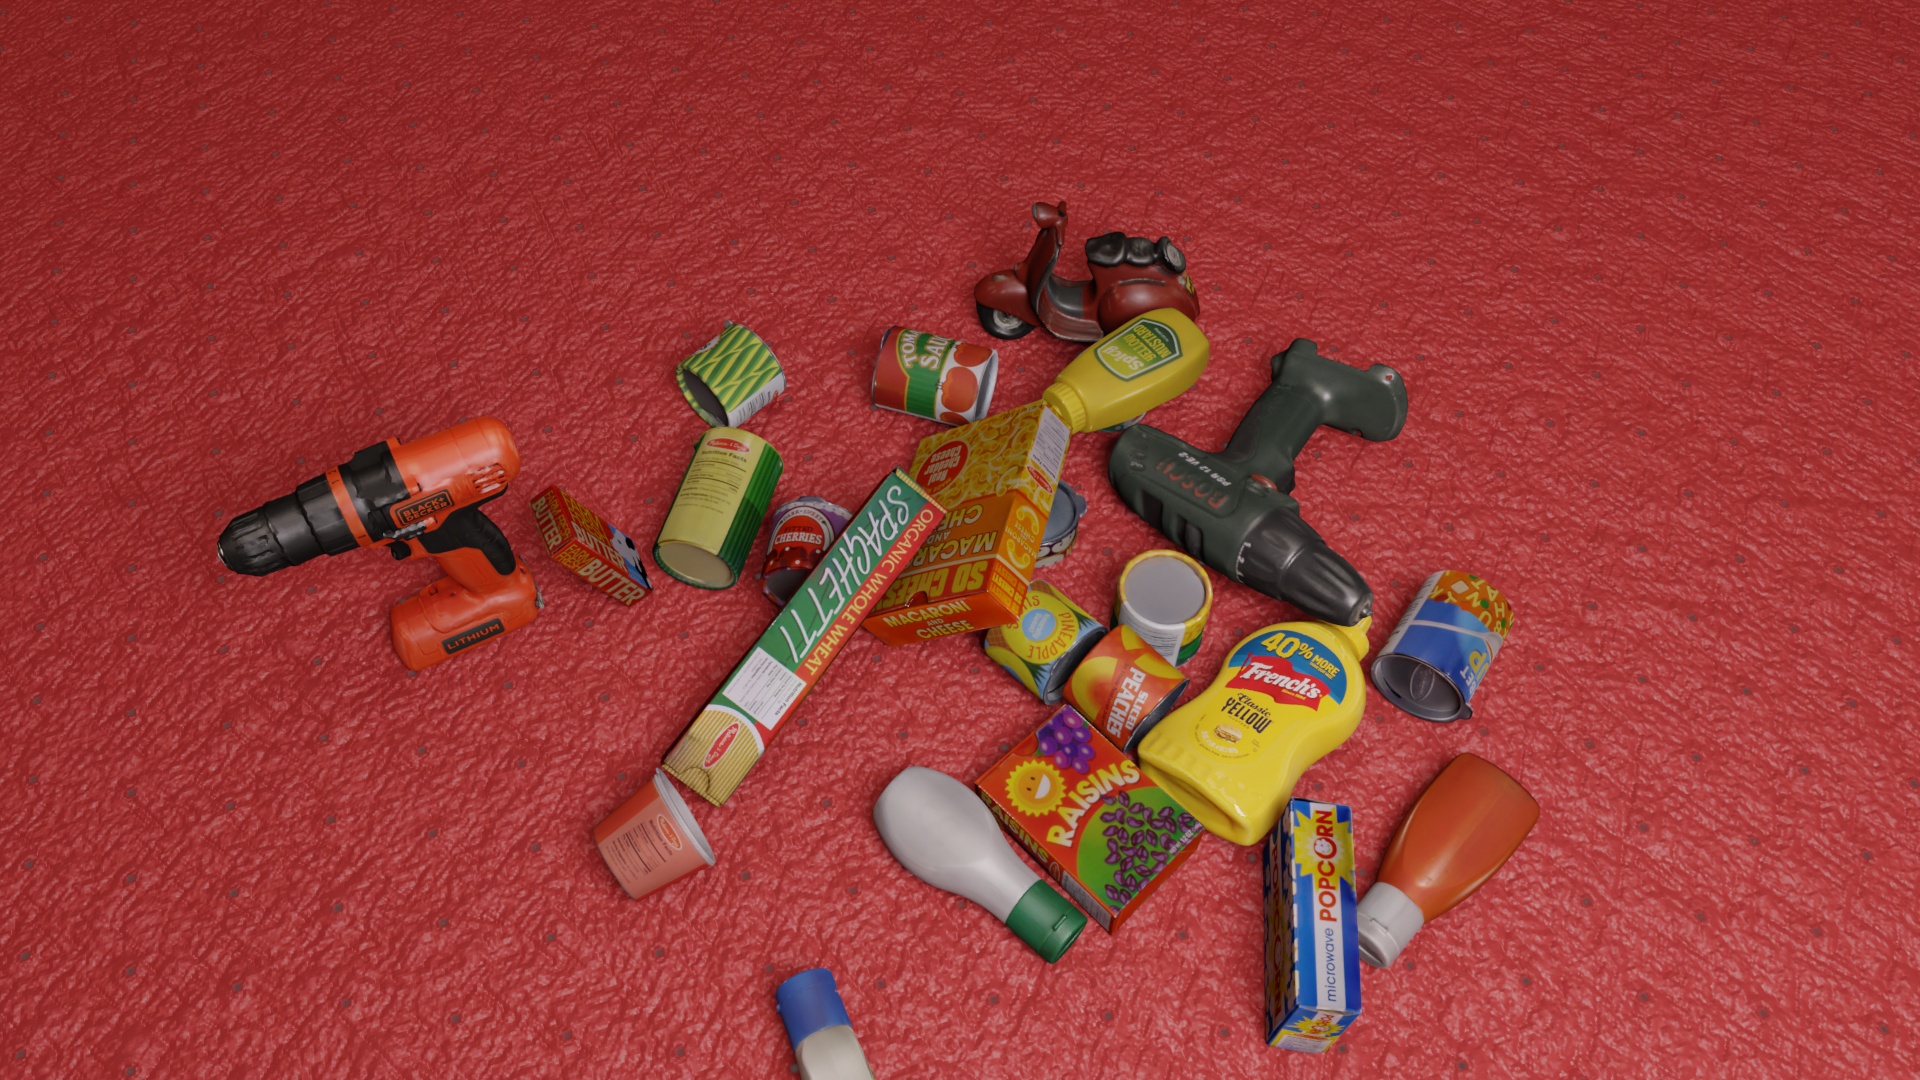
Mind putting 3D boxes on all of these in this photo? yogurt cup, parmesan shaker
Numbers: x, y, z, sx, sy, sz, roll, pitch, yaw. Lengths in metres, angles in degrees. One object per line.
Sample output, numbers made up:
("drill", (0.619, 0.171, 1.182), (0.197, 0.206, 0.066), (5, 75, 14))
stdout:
("yogurt cup", (-0.194, 0.189, 0.873), (0.054, 0.072, 0.072), (-33, 61, -10))
("parmesan shaker", (-0.179, -0.023, 1.014), (0.071, 0.071, 0.103), (12, 58, 8))

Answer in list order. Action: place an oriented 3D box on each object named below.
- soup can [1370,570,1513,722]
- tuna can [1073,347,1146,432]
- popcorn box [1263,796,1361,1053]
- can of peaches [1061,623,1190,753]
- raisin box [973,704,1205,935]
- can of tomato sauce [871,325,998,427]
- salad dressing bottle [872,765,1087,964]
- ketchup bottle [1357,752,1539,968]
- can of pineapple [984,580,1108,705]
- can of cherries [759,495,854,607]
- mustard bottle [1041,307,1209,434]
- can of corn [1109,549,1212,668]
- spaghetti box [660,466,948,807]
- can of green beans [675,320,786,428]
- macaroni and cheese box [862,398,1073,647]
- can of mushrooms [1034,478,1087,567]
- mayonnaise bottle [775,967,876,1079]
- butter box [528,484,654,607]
("soup can", (0.331, 0.073, 0.944), (0.071, 0.071, 0.084), (31, 61, 20))
("tuna can", (0.115, -0.122, 1.098), (0.071, 0.032, 0.071), (0, 56, 0))
("popcorn box", (0.207, 0.229, 0.828), (0.038, 0.084, 0.127), (6, 56, 3))
("can of peaches", (0.109, 0.098, 0.923), (0.058, 0.071, 0.071), (42, 66, 17))
("raisin box", (0.081, 0.177, 0.892), (0.086, 0.040, 0.123), (-38, 63, -21))
("can of tomato sauce", (-0.019, -0.128, 1.081), (0.083, 0.070, 0.071), (15, 57, 10))
("salad dressing bottle", (0.012, 0.204, 0.873), (0.148, 0.043, 0.064), (37, 64, 21))
("ketchup bottle", (0.296, 0.202, 0.871), (0.149, 0.043, 0.065), (-40, 63, -23))
("can of pineapple", (0.058, 0.068, 0.948), (0.058, 0.070, 0.071), (38, 64, 24))
("can of cherries", (-0.107, 0.011, 0.987), (0.071, 0.071, 0.059), (5, 57, 4))
("mustard bottle", (0.112, -0.118, 1.045), (0.161, 0.048, 0.065), (-31, 60, -20))
("can of corn", (0.140, 0.046, 0.969), (0.071, 0.058, 0.071), (0, 56, 0))
("spaghetti box", (-0.102, 0.062, 0.928), (0.050, 0.028, 0.250), (39, 78, -10))
("can of green beans", (-0.180, -0.126, 1.084), (0.071, 0.071, 0.058), (38, 65, 23))
("macaroni and cheese box", (0.004, -0.012, 0.981), (0.123, 0.040, 0.167), (-15, 45, 40))
("can of mushrooms", (0.057, -0.015, 1.026), (0.071, 0.033, 0.071), (0, 55, 1))
("mayonnaise bottle", (-0.064, 0.317, 0.787), (0.041, 0.064, 0.148), (-18, 54, -15))
("butter box", (-0.258, 0.005, 0.974), (0.024, 0.103, 0.053), (-33, 60, 4))
